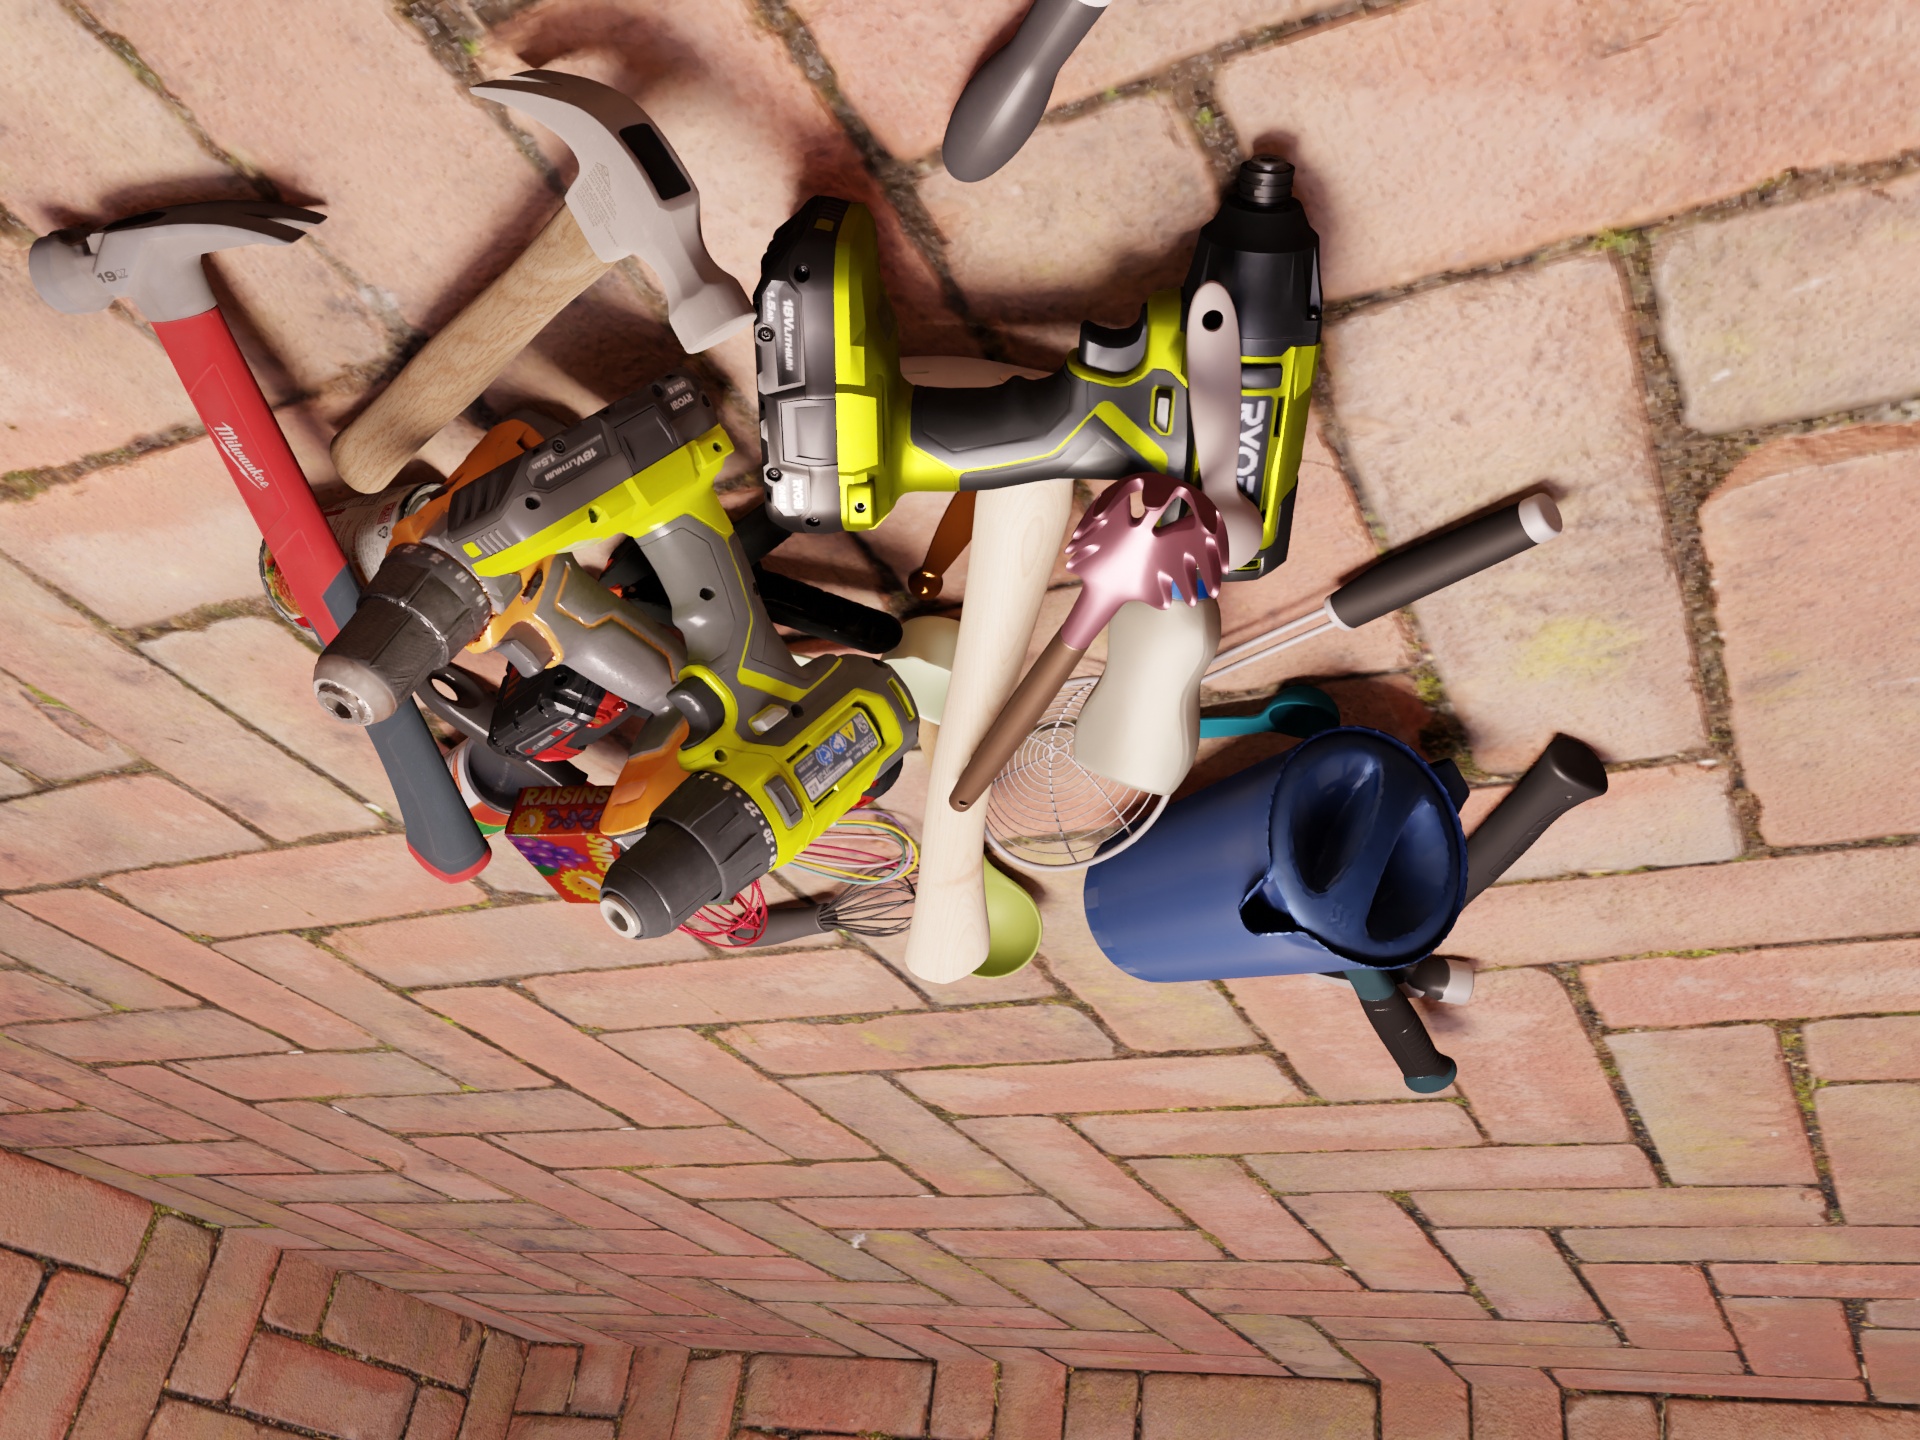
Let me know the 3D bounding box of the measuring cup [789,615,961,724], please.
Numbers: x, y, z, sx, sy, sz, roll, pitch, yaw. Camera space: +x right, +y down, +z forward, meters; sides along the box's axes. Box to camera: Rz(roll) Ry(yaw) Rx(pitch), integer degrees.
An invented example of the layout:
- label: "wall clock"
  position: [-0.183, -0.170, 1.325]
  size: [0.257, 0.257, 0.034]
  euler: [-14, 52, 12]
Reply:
- label: "measuring cup"
  position: [-0.046, -0.038, 0.922]
  size: [0.168, 0.038, 0.083]
  euler: [13, 155, 27]

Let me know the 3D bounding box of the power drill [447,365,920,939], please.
- label: "power drill"
  position: [-0.135, -0.029, 0.746]
  size: [0.080, 0.190, 0.228]
  euler: [-11, 114, 48]

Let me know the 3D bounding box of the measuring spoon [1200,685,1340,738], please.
- label: "measuring spoon"
  position: [0.163, -0.005, 0.934]
  size: [0.129, 0.021, 0.042]
  euler: [-5, 147, 37]

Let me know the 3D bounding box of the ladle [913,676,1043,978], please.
- label: "ladle"
  position: [0.000, 0.077, 1.067]
  size: [0.078, 0.062, 0.319]
  euler: [-8, 143, 7]

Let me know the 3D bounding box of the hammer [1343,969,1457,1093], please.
- label: "hammer"
  position: [0.300, 0.196, 1.132]
  size: [0.128, 0.033, 0.330]
  euler: [-10, 144, 24]

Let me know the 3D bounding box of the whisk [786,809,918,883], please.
- label: "whisk"
  position: [-0.147, 0.092, 1.139]
  size: [0.245, 0.051, 0.047]
  euler: [1, 153, 18]

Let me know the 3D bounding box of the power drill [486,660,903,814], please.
- label: "power drill"
  position: [-0.171, 0.013, 0.988]
  size: [0.226, 0.080, 0.188]
  euler: [23, 153, -29]

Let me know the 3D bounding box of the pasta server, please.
- label: "pasta server"
  position: [0.041, -0.019, 0.718]
  size: [0.060, 0.040, 0.316]
  euler: [22, 149, -6]

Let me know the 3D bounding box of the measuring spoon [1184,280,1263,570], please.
- label: "measuring spoon"
  position: [0.101, -0.110, 0.624]
  size: [0.034, 0.018, 0.124]
  euler: [-6, 125, 5]

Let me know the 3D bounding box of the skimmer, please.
- label: "skimmer"
  position: [0.153, -0.012, 0.848]
  size: [0.127, 0.090, 0.363]
  euler: [32, 141, -28]

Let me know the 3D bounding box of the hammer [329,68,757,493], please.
- label: "hammer"
  position: [-0.213, -0.171, 0.704]
  size: [0.331, 0.031, 0.130]
  euler: [-18, 103, 49]

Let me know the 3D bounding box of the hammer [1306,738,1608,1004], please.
- label: "hammer"
  position: [0.324, 0.106, 1.047]
  size: [0.146, 0.035, 0.334]
  euler: [10, 148, -3]

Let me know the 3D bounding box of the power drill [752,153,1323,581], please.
- label: "power drill"
  position: [0.033, -0.147, 0.655]
  size: [0.223, 0.080, 0.171]
  euler: [2, 125, 2]

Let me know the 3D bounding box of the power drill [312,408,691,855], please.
- label: "power drill"
  position: [-0.195, -0.017, 0.792]
  size: [0.084, 0.185, 0.226]
  euler: [-15, 126, 41]

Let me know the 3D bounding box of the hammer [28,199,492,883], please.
- label: "hammer"
  position: [-0.311, -0.069, 0.809]
  size: [0.143, 0.038, 0.385]
  euler: [-2, 127, 18]

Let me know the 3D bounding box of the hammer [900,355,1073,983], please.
- label: "hammer"
  position: [-0.001, -0.003, 0.849]
  size: [0.146, 0.038, 0.410]
  euler: [10, 131, 0]

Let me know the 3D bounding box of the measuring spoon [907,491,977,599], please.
- label: "measuring spoon"
  position: [-0.003, -0.095, 0.831]
  size: [0.021, 0.011, 0.117]
  euler: [17, 147, -13]

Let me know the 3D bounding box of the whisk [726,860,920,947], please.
- label: "whisk"
  position: [-0.104, 0.148, 1.220]
  size: [0.239, 0.055, 0.055]
  euler: [-17, 140, 43]

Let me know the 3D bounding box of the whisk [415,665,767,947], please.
- label: "whisk"
  position: [-0.240, 0.057, 1.059]
  size: [0.295, 0.073, 0.073]
  euler: [41, 138, -21]

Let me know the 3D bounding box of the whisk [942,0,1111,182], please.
- label: "whisk"
  position: [0.059, -0.266, 0.506]
  size: [0.070, 0.070, 0.284]
  euler: [21, 152, -18]
